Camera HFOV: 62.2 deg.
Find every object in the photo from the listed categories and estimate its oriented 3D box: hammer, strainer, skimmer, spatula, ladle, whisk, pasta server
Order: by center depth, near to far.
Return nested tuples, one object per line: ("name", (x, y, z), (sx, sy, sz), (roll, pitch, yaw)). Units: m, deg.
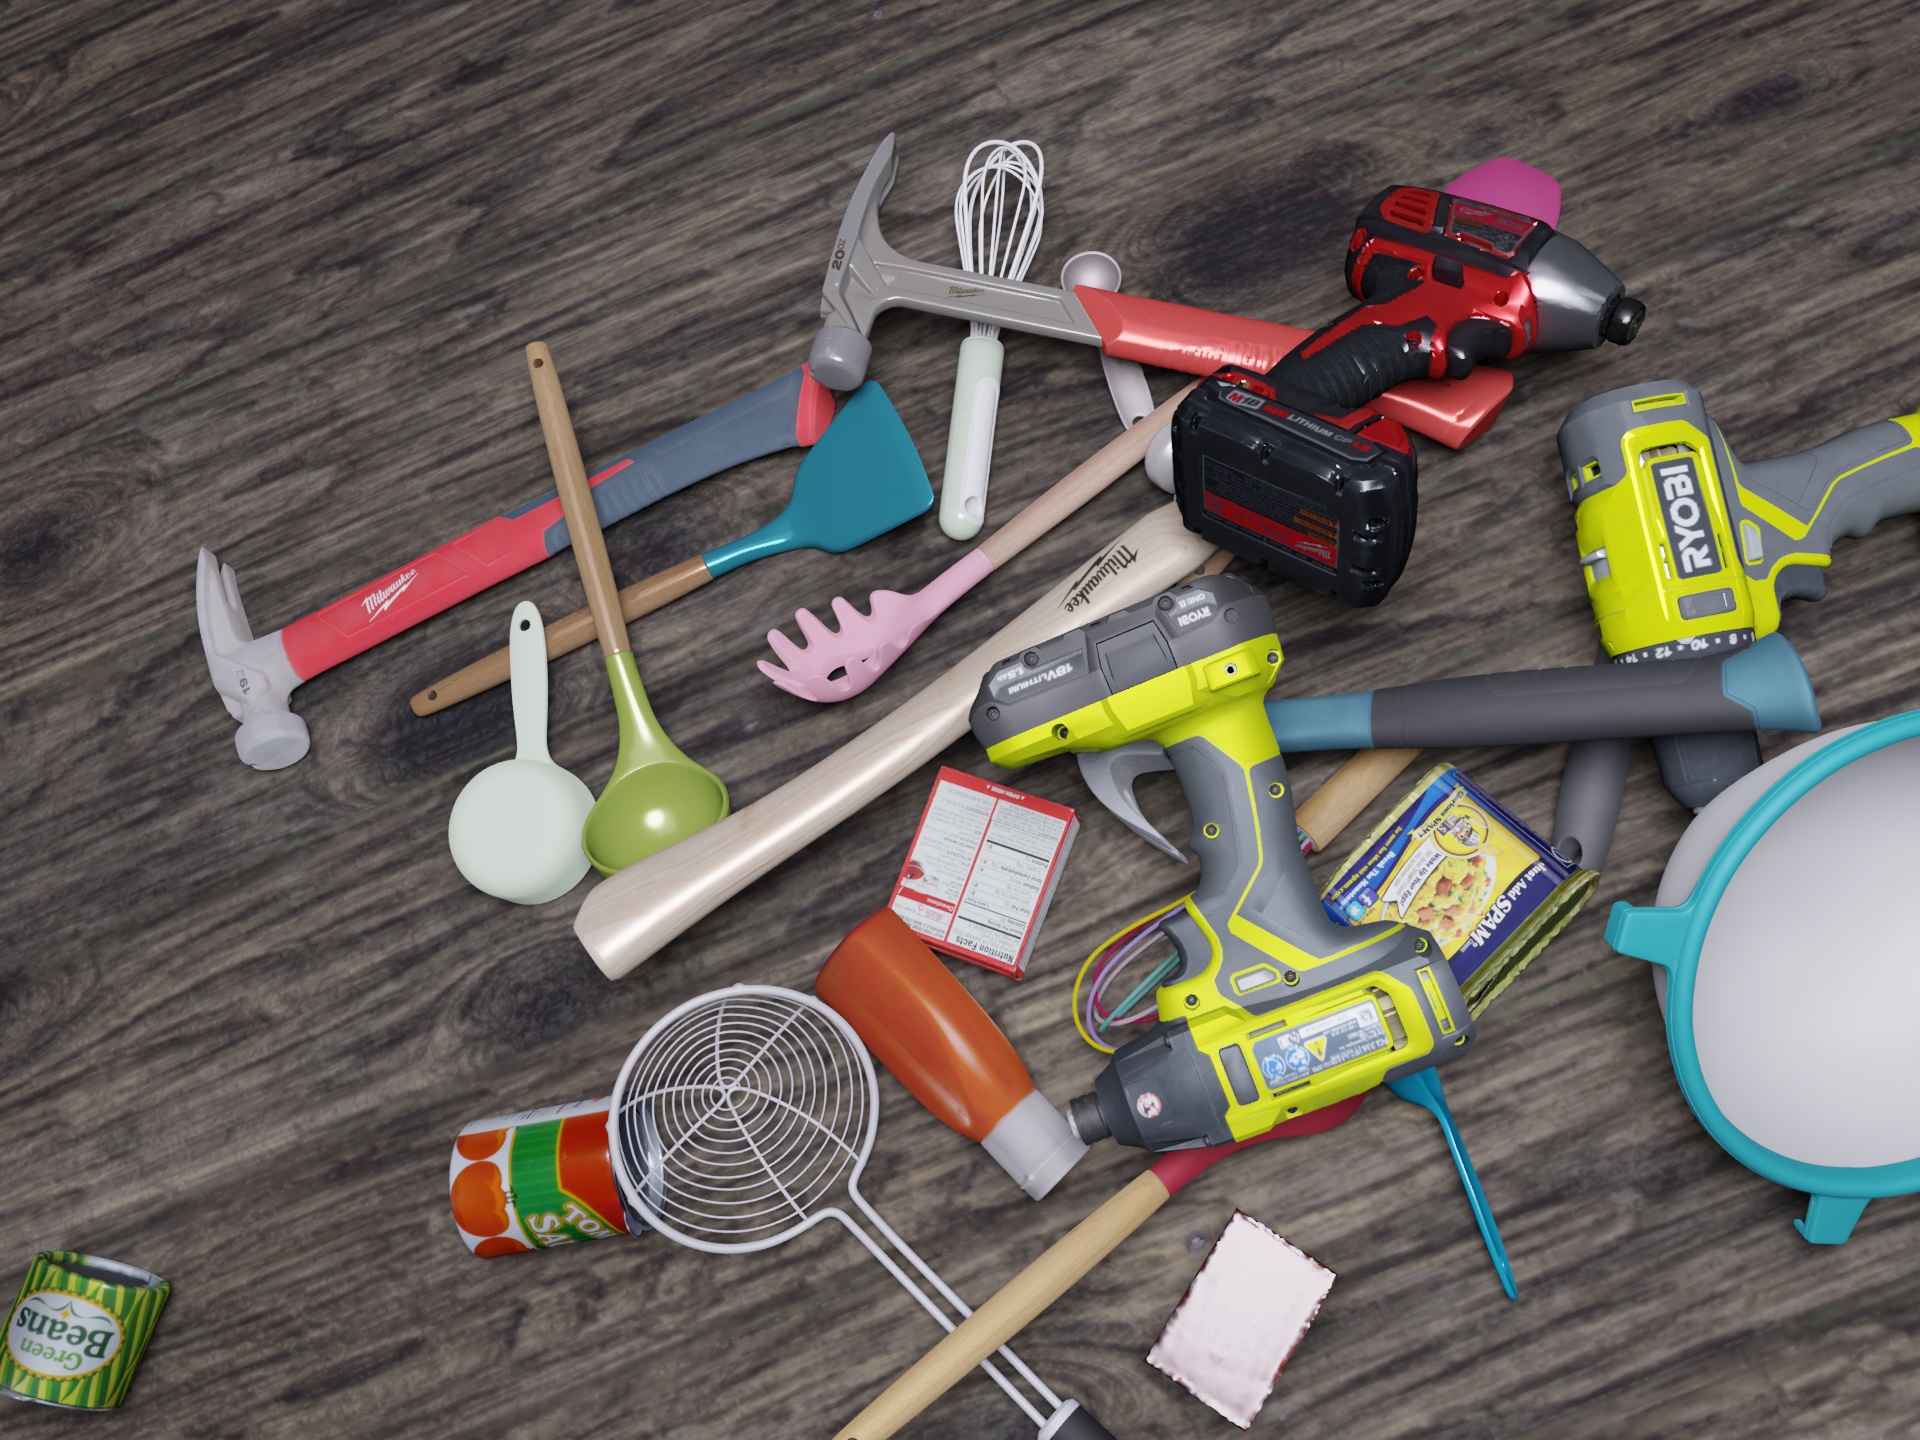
("strainer", (0.423, 0.045, 0.663), (0.340, 0.095, 0.211), (-38, 108, 2))
("ladle", (0.066, 0.218, 0.695), (0.315, 0.031, 0.069), (-36, 77, -16))
("skimmer", (-0.006, 0.264, 0.698), (0.363, 0.090, 0.127), (40, 79, 21))
("hammer", (0.203, -0.003, 0.723), (0.331, 0.033, 0.128), (-5, 62, 31))
("whisk", (0.147, 0.068, 0.766), (0.245, 0.051, 0.047), (-42, 63, -9))
("whisk", (0.316, -0.033, 0.767), (0.055, 0.055, 0.239), (13, 78, 15))
("hammer", (-0.001, -0.002, 0.769), (0.410, 0.038, 0.146), (-36, 42, -10))
("hammer", (0.107, -0.212, 0.839), (0.359, 0.036, 0.149), (13, 71, 7))
("pasta server", (0.032, -0.107, 0.842), (0.316, 0.040, 0.060), (-38, 42, -8))
("ladle", (-0.191, -0.062, 0.844), (0.078, 0.062, 0.320), (-17, 78, -2))
("spatula", (-0.167, -0.079, 0.879), (0.317, 0.044, 0.082), (-26, 77, 2))
("whisk", (0.014, -0.217, 0.893), (0.059, 0.057, 0.246), (-8, 70, 46))
("hammer", (-0.255, -0.118, 0.914), (0.386, 0.038, 0.143), (-27, 66, 1))

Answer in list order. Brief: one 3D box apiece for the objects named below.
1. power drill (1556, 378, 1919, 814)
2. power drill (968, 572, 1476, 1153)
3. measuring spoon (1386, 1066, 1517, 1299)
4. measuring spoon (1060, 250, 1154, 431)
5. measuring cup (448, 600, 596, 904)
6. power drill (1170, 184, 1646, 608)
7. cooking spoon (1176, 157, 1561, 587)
("power drill", (0.398, -0.068, 0.718), (0.228, 0.080, 0.190), (-11, 84, -3))
("power drill", (0.096, 0.065, 0.681), (0.171, 0.080, 0.223), (-22, 85, 7))
("measuring spoon", (0.215, 0.197, 0.713), (0.021, 0.042, 0.129), (-25, 74, 22))
("measuring spoon", (0.086, -0.206, 0.893), (0.034, 0.018, 0.124), (-16, 75, 0))
("measuring cup", (-0.237, 0.014, 0.850), (0.083, 0.038, 0.168), (-7, 79, 10))
("power drill", (0.209, -0.160, 0.738), (0.143, 0.078, 0.220), (30, 63, 29))
("cooking spoon", (0.217, -0.186, 0.854), (0.069, 0.017, 0.319), (36, 80, 21))
